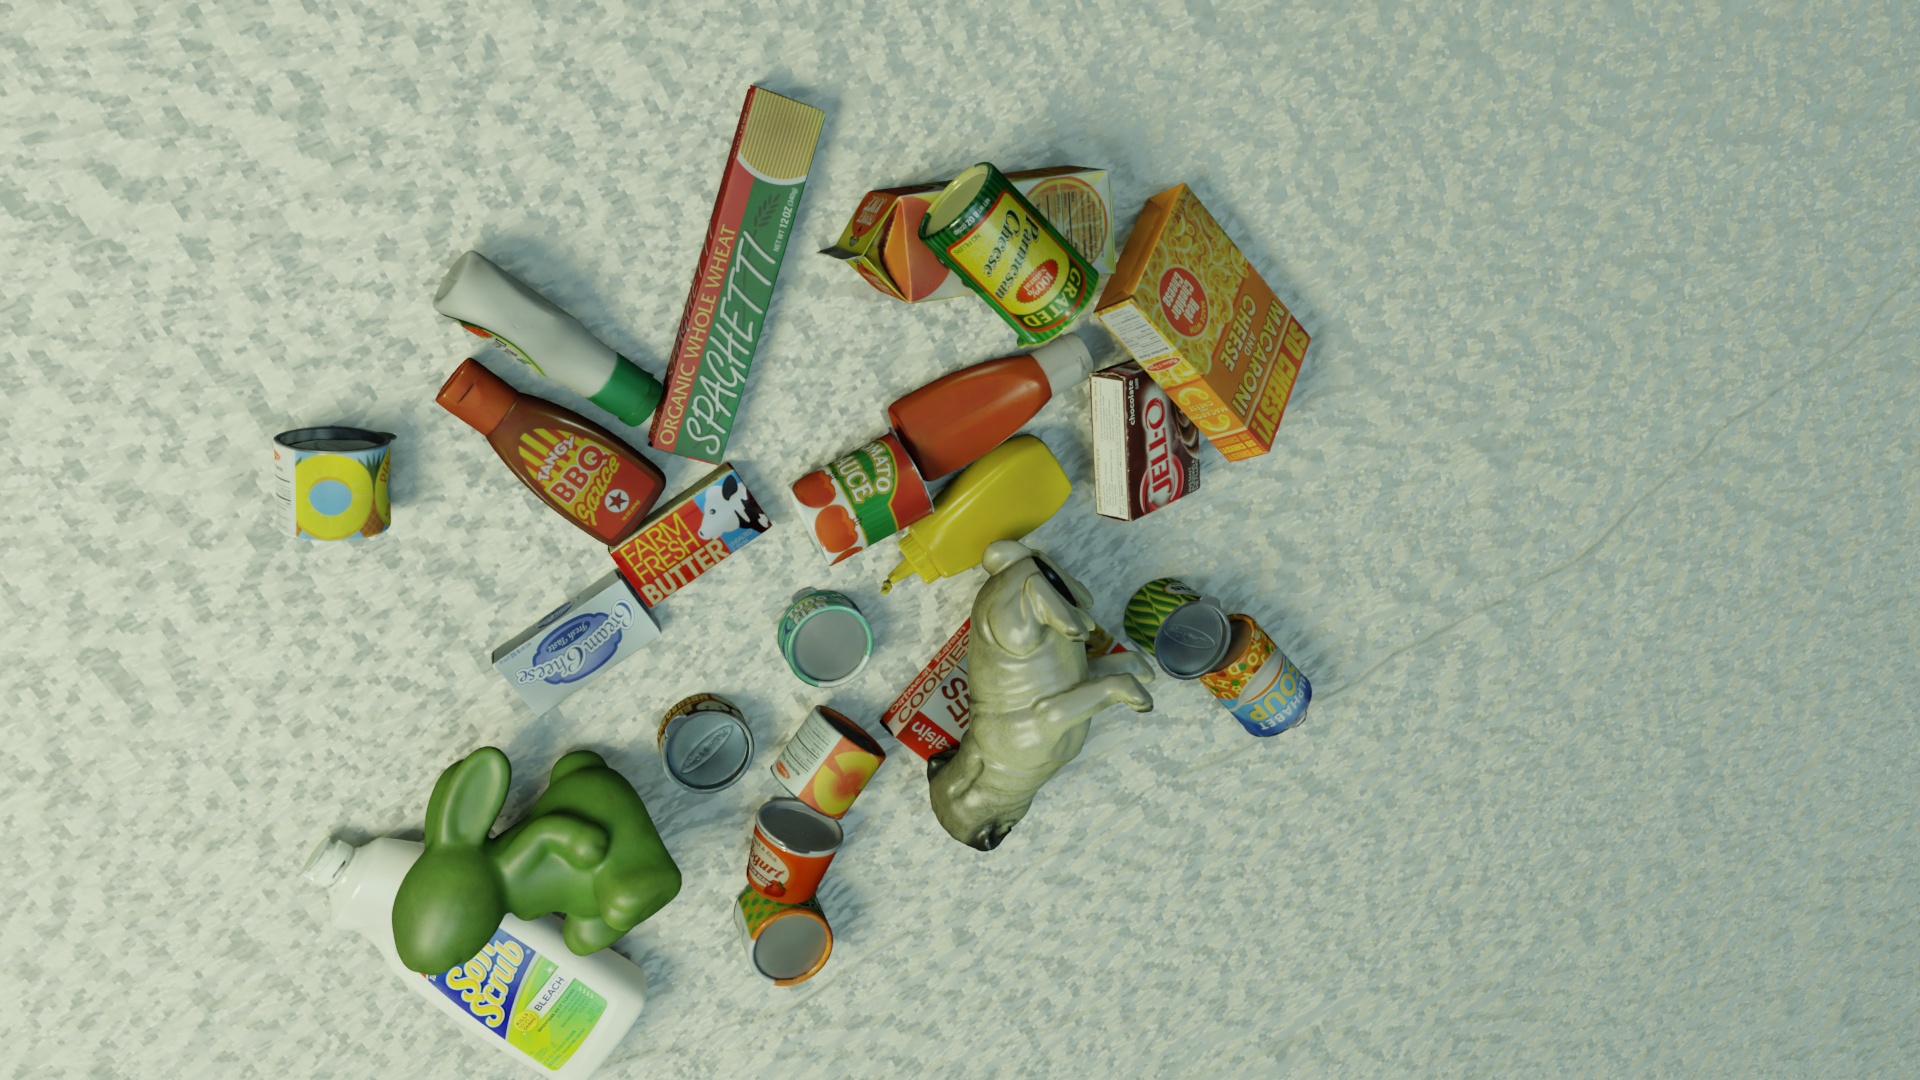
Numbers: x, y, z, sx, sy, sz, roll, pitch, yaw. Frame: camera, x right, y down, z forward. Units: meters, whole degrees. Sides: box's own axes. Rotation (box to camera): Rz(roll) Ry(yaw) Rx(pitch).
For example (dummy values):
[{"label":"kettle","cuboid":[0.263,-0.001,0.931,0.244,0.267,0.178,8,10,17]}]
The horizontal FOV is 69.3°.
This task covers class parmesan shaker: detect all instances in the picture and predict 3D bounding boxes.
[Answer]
[{"label":"parmesan shaker","cuboid":[0.029,-0.180,0.886,0.103,0.071,0.071,40,91,-26]}]

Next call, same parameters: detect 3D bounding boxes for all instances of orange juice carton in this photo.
[{"label":"orange juice carton","cuboid":[0.003,-0.207,0.946,0.193,0.072,0.072,-12,110,-16]}]

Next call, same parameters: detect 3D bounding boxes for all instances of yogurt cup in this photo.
[{"label":"yogurt cup","cuboid":[-0.127,0.234,1.041,0.072,0.072,0.053,12,110,-23]}]

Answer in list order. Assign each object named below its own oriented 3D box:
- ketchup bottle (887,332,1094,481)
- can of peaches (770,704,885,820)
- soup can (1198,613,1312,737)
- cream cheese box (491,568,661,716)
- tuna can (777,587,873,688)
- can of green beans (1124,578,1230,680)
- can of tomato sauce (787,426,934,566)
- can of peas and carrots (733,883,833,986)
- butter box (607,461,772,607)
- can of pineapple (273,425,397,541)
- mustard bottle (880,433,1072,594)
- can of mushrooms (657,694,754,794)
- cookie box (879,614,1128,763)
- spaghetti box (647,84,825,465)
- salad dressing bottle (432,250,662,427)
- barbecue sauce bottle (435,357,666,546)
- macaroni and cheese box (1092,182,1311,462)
[{"label":"ketchup bottle","cuboid":[0.025,-0.102,1.002,0.149,0.043,0.064,-28,115,-10]},{"label":"can of peaches","cuboid":[-0.096,0.164,1.030,0.071,0.071,0.058,35,92,-25]},{"label":"soup can","cuboid":[0.237,0.110,1.129,0.071,0.071,0.083,-46,115,-1]},{"label":"cream cheese box","cuboid":[-0.265,0.071,0.962,0.104,0.024,0.053,-35,116,-6]},{"label":"tuna can","cuboid":[-0.099,0.070,1.016,0.071,0.033,0.070,-6,109,-18]},{"label":"can of green beans","cuboid":[0.171,0.069,1.100,0.071,0.058,0.071,-6,108,-18]},{"label":"can of tomato sauce","cuboid":[-0.071,-0.030,0.976,0.083,0.071,0.071,-28,114,-9]},{"label":"can of peas and carrots","cuboid":[-0.133,0.295,1.060,0.071,0.059,0.070,-6,109,-18]},{"label":"butter box","cuboid":[-0.188,-0.004,0.966,0.103,0.024,0.053,-35,114,-7]},{"label":"can of pineapple","cuboid":[-0.387,-0.036,0.862,0.071,0.071,0.057,0,107,-20]},{"label":"mustard bottle","cuboid":[0.004,-0.013,1.019,0.160,0.049,0.065,-36,115,-6]},{"label":"can of mushrooms","cuboid":[-0.187,0.146,1.008,0.071,0.033,0.070,-6,109,-18]},{"label":"cookie box","cuboid":[0.039,0.116,1.077,0.122,0.040,0.167,42,89,-25]},{"label":"spaghetti box","cuboid":[-0.151,-0.172,0.925,0.050,0.029,0.249,14,101,-22]},{"label":"salad dressing bottle","cuboid":[-0.259,-0.125,0.885,0.147,0.064,0.044,34,84,-33]},{"label":"barbecue sauce bottle","cuboid":[-0.269,-0.061,0.909,0.148,0.044,0.065,39,92,-25]},{"label":"macaroni and cheese box","cuboid":[0.180,-0.157,1.012,0.166,0.040,0.124,43,56,-26]}]
